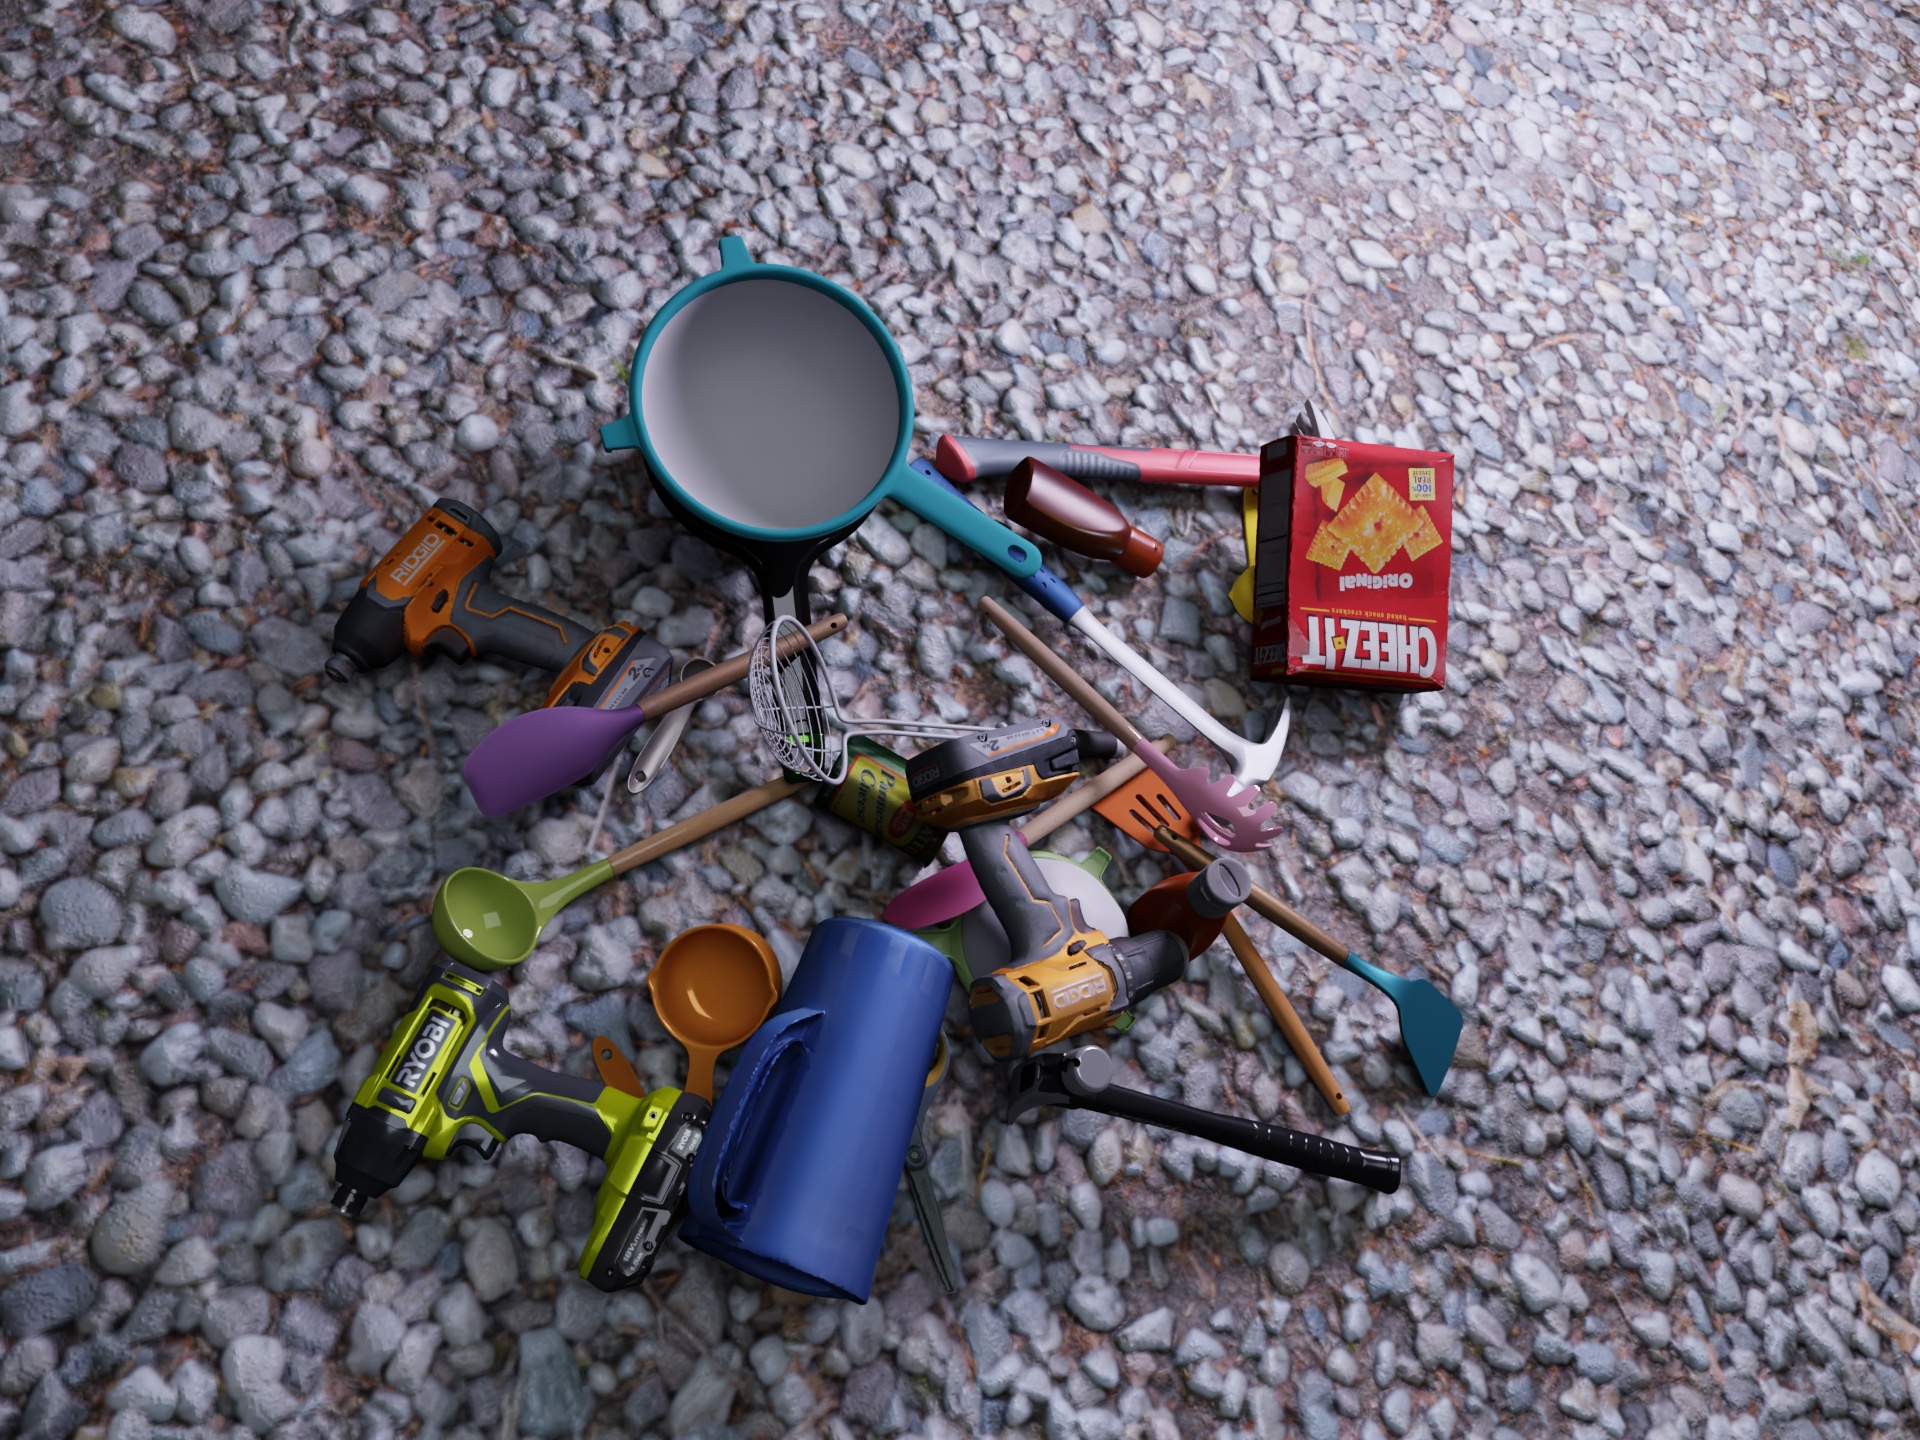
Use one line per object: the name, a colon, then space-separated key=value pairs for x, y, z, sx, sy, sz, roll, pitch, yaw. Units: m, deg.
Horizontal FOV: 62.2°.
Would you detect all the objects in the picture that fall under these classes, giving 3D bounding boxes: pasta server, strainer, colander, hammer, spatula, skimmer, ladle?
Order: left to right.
ladle: x=-0.234 y=0.093 z=1.174 sx=0.320 sy=0.062 sz=0.078 roll=-25 pitch=76 yaw=-28
spatula: x=-0.213 y=-0.017 z=1.162 sx=0.316 sy=0.018 sz=0.059 roll=-27 pitch=101 yaw=-30
colander: x=-0.153 y=-0.141 z=1.292 sx=0.204 sy=0.094 sz=0.397 roll=-4 pitch=81 yaw=-17
strainer: x=-0.094 y=-0.198 z=1.222 sx=0.340 sy=0.095 sz=0.211 roll=31 pitch=76 yaw=-11
skimmer: x=-0.002 y=-0.004 z=1.214 sx=0.363 sy=0.090 sz=0.127 roll=5 pitch=61 yaw=-33
strainer: x=0.021 y=0.163 z=1.211 sx=0.256 sy=0.069 sz=0.152 roll=1 pitch=66 yaw=-18
hammer: x=0.110 y=-0.086 z=1.362 sx=0.405 sy=0.035 sz=0.144 roll=41 pitch=50 yaw=6
pasta server: x=0.131 y=-0.001 z=1.301 sx=0.040 sy=0.060 sz=0.316 roll=-31 pitch=65 yaw=-37
hammer: x=0.166 y=-0.245 z=1.453 sx=0.386 sy=0.038 sz=0.143 roll=1 pitch=56 yaw=-14
hammer: x=0.190 y=0.305 z=1.186 sx=0.334 sy=0.146 sz=0.035 roll=19 pitch=62 yaw=-21
spatula: x=0.220 y=0.178 z=1.294 sx=0.081 sy=0.041 sz=0.323 roll=-26 pitch=80 yaw=-26
spatula: x=0.283 y=0.182 z=1.286 sx=0.317 sy=0.044 sz=0.082 roll=35 pitch=59 yaw=-3

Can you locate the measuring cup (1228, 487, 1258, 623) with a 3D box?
measuring cup: x=0.277 y=-0.160 z=1.457 sx=0.062 sy=0.029 sz=0.157 roll=8 pitch=65 yaw=-14

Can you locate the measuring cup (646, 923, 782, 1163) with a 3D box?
measuring cup: x=-0.176 y=0.230 z=1.137 sx=0.095 sy=0.052 sz=0.173 roll=7 pitch=89 yaw=8

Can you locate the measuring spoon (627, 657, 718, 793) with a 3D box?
measuring spoon: x=-0.227 y=0.005 z=1.241 sx=0.034 sy=0.018 sz=0.124 roll=35 pitch=67 yaw=-16

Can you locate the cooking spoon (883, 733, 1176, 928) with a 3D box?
cooking spoon: x=0.065 y=0.083 z=1.269 sx=0.319 sy=0.069 sz=0.017 roll=-30 pitch=118 yaw=-34

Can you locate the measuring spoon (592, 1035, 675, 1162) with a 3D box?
measuring spoon: x=-0.228 y=0.273 z=1.121 sx=0.021 sy=0.011 sz=0.117 roll=-29 pitch=74 yaw=-17

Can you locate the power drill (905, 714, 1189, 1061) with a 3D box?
power drill: x=0.069 y=0.115 z=1.157 sx=0.185 sy=0.084 sz=0.226 roll=-12 pitch=81 yaw=-35

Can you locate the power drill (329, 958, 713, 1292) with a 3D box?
power drill: x=-0.290 y=0.282 z=1.057 sx=0.223 sy=0.080 sz=0.171 roll=25 pitch=69 yaw=2

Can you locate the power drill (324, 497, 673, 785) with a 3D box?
power drill: x=-0.349 y=-0.049 z=1.191 sx=0.226 sy=0.084 sz=0.164 roll=33 pitch=64 yaw=3
